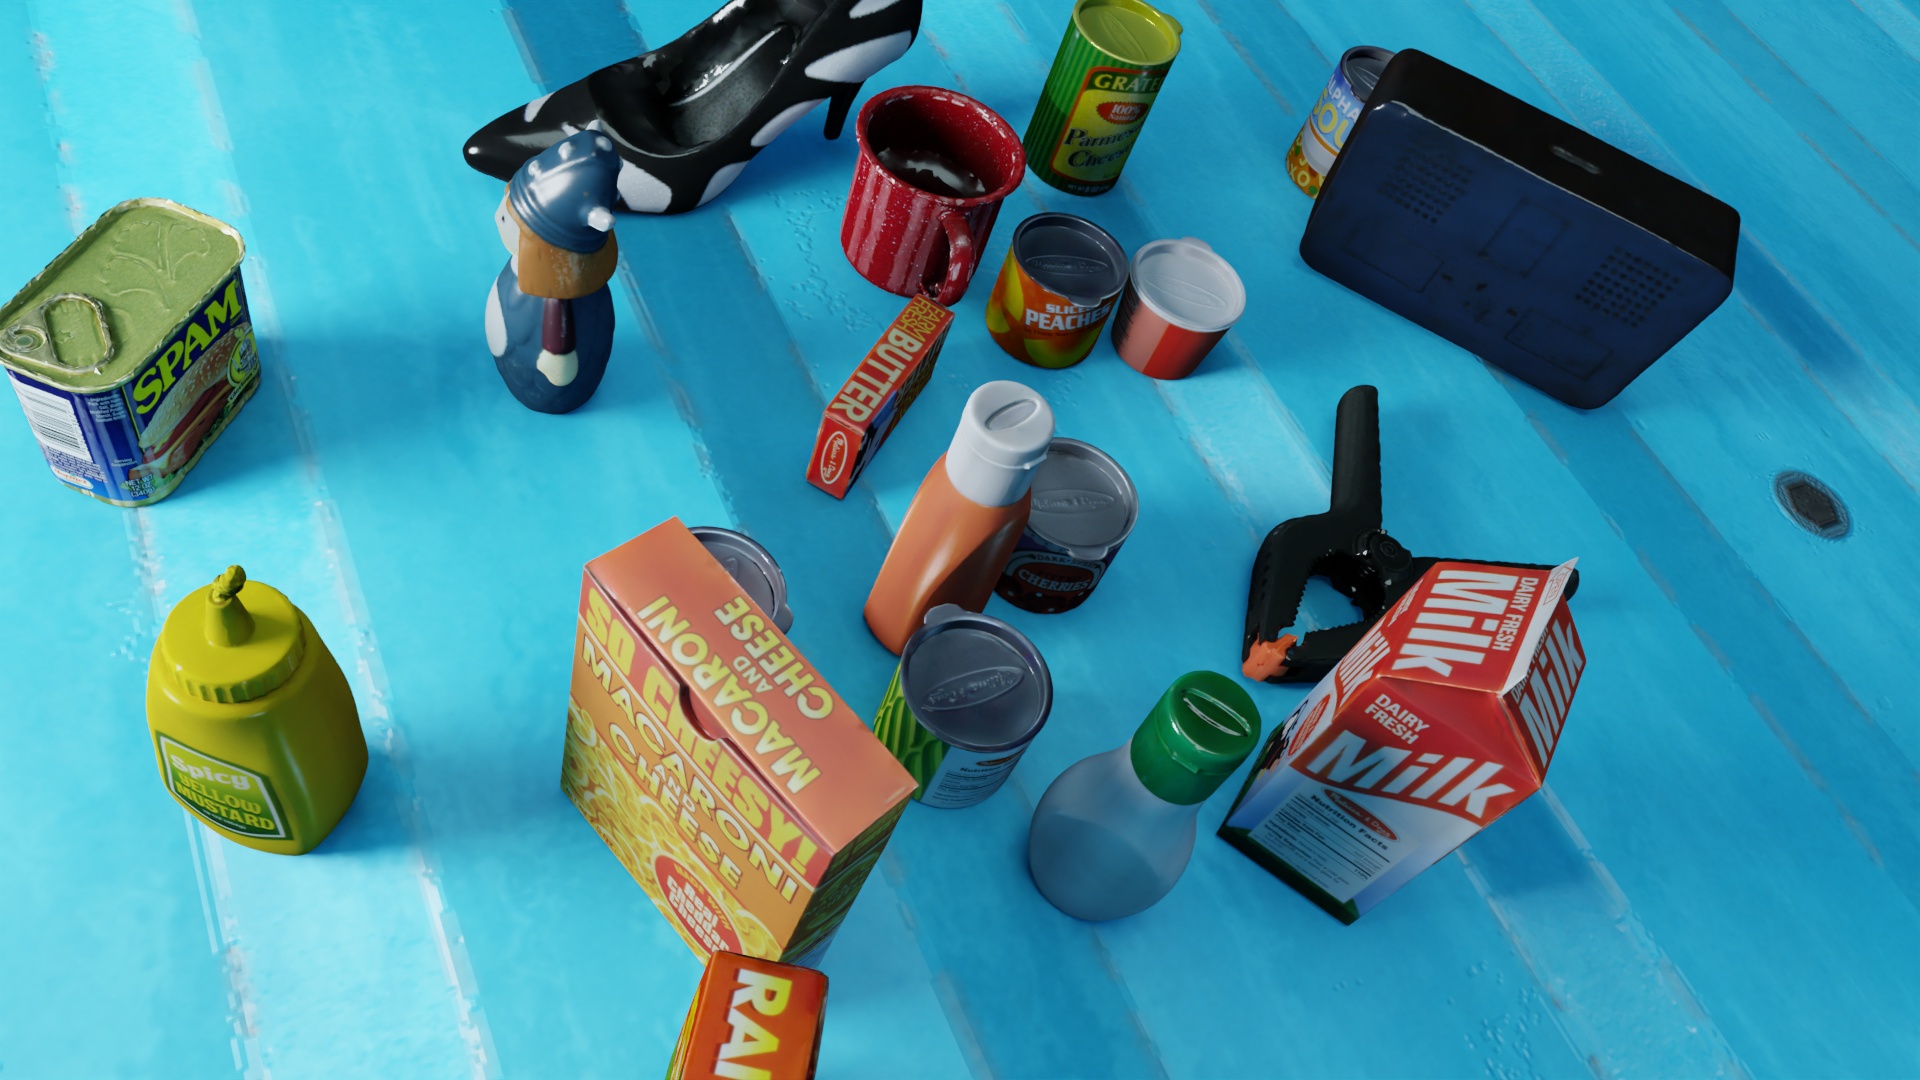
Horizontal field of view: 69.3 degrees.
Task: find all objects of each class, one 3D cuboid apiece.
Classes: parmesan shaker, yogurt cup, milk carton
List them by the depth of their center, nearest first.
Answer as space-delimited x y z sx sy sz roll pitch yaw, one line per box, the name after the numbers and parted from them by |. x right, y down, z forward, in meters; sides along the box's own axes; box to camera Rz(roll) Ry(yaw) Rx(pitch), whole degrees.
0.187 0.079 0.571 0.073 0.189 0.073 35 52 8 | milk carton
0.119 -0.128 0.784 0.072 0.053 0.073 9 53 -12 | yogurt cup
0.086 -0.269 0.843 0.071 0.102 0.071 9 53 -12 | parmesan shaker

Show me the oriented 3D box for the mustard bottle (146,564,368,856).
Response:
-0.239 0.054 0.466 0.065 0.159 0.049 22 52 -2 | mustard bottle

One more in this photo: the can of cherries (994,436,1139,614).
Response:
0.045 -0.005 0.668 0.071 0.058 0.072 9 53 -12 | can of cherries

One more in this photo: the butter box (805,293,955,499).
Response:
-0.040 -0.073 0.692 0.024 0.052 0.104 29 52 3 | butter box

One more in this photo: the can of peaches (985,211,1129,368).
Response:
0.052 -0.135 0.764 0.071 0.057 0.071 9 53 -12 | can of peaches

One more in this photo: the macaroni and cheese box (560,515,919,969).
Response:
-0.087 0.087 0.489 0.040 0.165 0.124 -34 71 -34 | macaroni and cheese box

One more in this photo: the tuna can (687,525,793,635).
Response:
-0.109 0.031 0.608 0.071 0.032 0.071 9 53 -12 | tuna can

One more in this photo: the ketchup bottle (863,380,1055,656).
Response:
0.002 -0.008 0.598 0.065 0.148 0.043 -31 70 -33 | ketchup bottle

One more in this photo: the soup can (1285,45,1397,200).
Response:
0.260 -0.270 0.913 0.071 0.083 0.072 9 53 -12 | soup can

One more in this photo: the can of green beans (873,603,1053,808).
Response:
0.000 0.074 0.597 0.071 0.057 0.071 9 53 -12 | can of green beans

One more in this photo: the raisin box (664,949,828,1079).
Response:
-0.078 0.194 0.443 0.040 0.122 0.086 16 52 -7 | raisin box

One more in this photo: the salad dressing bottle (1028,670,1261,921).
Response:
0.071 0.102 0.543 0.064 0.146 0.044 33 52 6 | salad dressing bottle
